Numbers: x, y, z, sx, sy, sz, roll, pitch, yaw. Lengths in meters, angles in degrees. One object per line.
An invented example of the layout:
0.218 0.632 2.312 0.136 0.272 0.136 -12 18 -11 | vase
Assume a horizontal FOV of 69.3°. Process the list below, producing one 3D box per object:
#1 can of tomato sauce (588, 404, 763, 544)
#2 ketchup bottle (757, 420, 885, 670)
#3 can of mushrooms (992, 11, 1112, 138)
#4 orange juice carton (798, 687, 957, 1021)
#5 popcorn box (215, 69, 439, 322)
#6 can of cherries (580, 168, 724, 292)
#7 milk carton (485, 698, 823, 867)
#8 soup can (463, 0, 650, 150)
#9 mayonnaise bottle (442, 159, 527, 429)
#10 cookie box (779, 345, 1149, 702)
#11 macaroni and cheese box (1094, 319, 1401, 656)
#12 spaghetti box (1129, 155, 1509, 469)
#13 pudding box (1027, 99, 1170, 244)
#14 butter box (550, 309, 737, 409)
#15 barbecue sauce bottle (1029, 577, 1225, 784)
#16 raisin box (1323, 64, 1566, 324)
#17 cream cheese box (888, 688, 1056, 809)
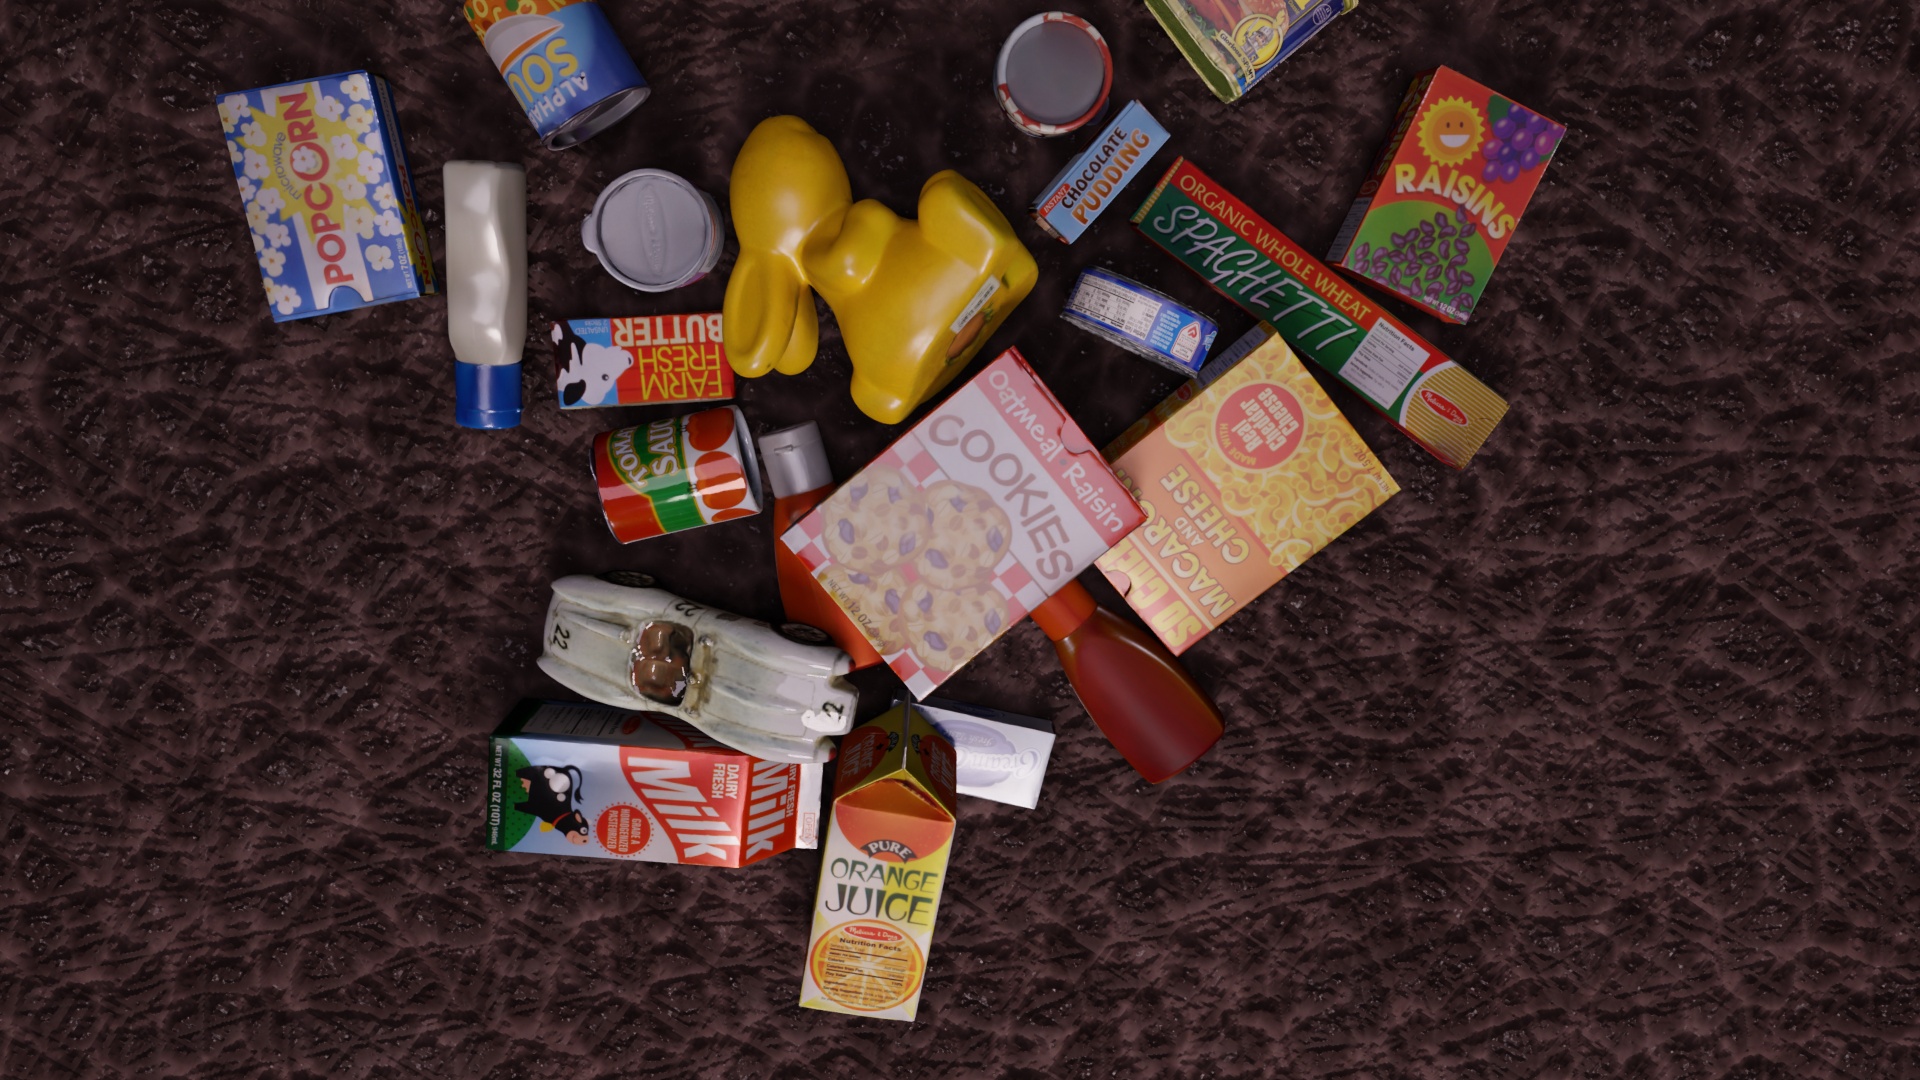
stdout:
-0.163 -0.040 0.804 0.083 0.071 0.071 -13 101 0 | can of tomato sauce
-0.083 0.004 0.827 0.065 0.044 0.148 -14 101 10 | ketchup bottle
0.054 -0.262 0.788 0.071 0.033 0.071 0 100 -2 | can of mushrooms
-0.046 0.186 0.830 0.073 0.072 0.191 9 112 -3 | orange juice carton
-0.355 -0.193 0.783 0.085 0.038 0.126 -10 101 -1 | popcorn box
-0.172 -0.175 0.783 0.071 0.058 0.071 0 102 -2 | can of cherries
-0.179 0.146 0.836 0.191 0.073 0.072 4 101 -3 | milk carton
-0.222 -0.266 0.758 0.071 0.071 0.083 -31 100 4 | soup can
-0.268 -0.139 0.786 0.041 0.065 0.147 4 104 -4 | mayonnaise bottle
0.003 -0.010 0.781 0.167 0.040 0.123 -39 97 6 | cookie box
0.152 -0.029 0.819 0.166 0.040 0.123 -39 105 12 | macaroni and cheese box
0.211 -0.134 0.821 0.250 0.029 0.050 35 98 -8 | spaghetti box
0.077 -0.209 0.791 0.030 0.050 0.083 42 97 -10 | pudding box
-0.184 -0.106 0.813 0.103 0.024 0.053 -4 101 -1 | butter box
0.093 0.076 0.848 0.064 0.044 0.148 -39 99 13 | barbecue sauce bottle
0.280 -0.199 0.806 0.086 0.040 0.123 24 100 -6 | raisin box
0.003 0.130 0.865 0.104 0.024 0.053 12 101 -4 | cream cheese box
